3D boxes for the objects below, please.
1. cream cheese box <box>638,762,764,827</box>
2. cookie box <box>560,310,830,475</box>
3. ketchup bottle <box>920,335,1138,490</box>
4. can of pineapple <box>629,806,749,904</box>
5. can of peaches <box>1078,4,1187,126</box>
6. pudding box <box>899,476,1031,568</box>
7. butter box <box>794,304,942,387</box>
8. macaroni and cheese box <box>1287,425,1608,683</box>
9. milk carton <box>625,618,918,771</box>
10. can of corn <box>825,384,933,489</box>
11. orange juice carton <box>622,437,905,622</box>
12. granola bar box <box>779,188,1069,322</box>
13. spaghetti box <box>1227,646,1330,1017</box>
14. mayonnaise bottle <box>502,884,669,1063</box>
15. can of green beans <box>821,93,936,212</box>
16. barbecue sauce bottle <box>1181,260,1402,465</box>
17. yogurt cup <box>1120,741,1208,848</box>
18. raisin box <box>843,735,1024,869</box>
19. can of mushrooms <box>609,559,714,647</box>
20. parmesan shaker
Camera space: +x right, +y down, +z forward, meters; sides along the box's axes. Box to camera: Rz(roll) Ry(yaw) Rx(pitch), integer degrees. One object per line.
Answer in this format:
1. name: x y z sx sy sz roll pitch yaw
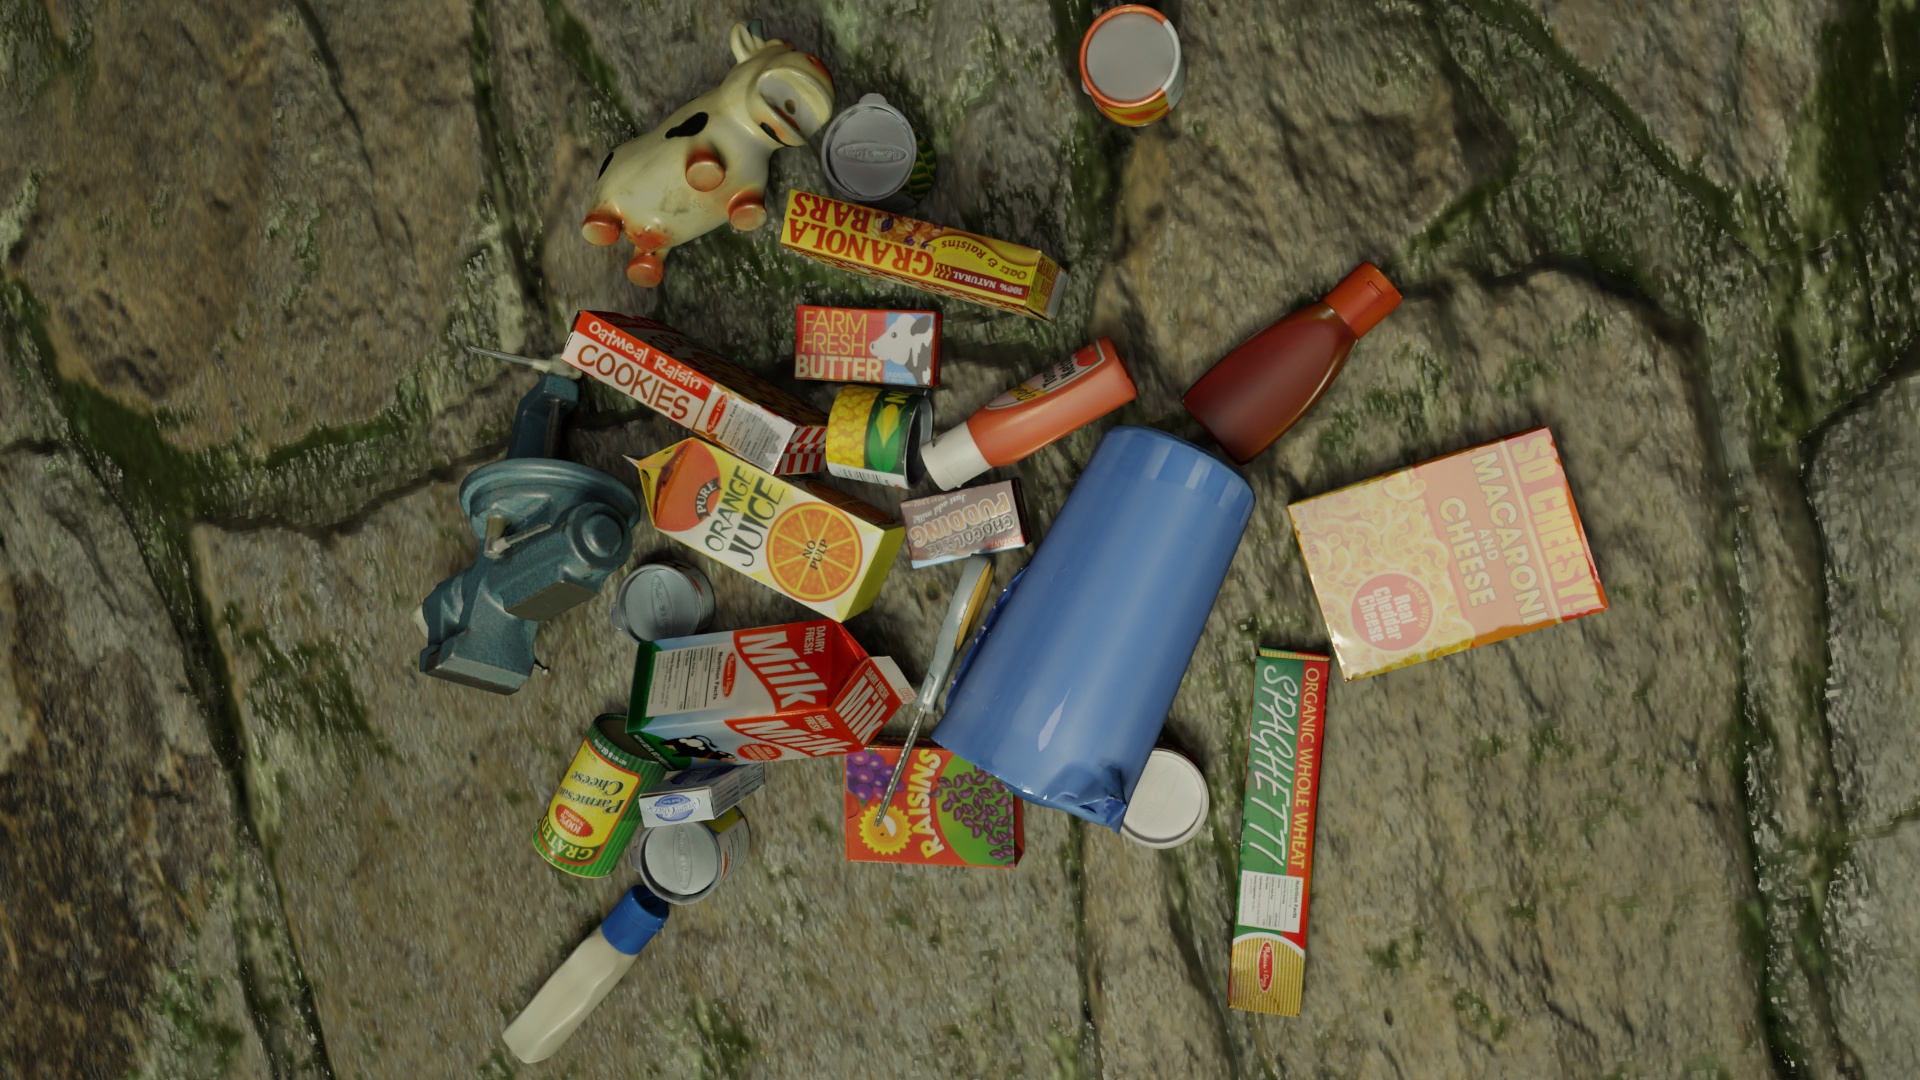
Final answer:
1. cream cheese box: -0.182 0.177 0.988 0.053 0.104 0.024 -9 91 12
2. cookie box: -0.171 -0.102 0.953 0.167 0.123 0.040 29 100 9
3. ketchup bottle: 0.045 -0.083 0.936 0.148 0.065 0.043 -28 110 12
4. can of pineapple: -0.197 0.225 1.019 0.071 0.058 0.071 1 95 12
5. can of peaches: 0.111 -0.309 0.908 0.071 0.058 0.071 1 95 12
6. pudding box: 0.003 -0.012 0.970 0.083 0.030 0.049 -11 93 13
7. butter box: -0.066 -0.137 0.978 0.103 0.024 0.053 5 96 12
8. macaroni and cheese box: 0.311 0.009 0.898 0.166 0.040 0.123 -18 90 14
9. milk carton: -0.129 0.108 0.974 0.190 0.072 0.074 -8 56 14
10. can of corn: -0.055 -0.074 0.960 0.058 0.071 0.071 10 97 12
11. orange juice carton: -0.142 -0.019 0.980 0.193 0.072 0.073 26 99 9
12. granola bar box: -0.020 -0.184 0.913 0.166 0.124 0.039 16 97 11
13. spaghetti box: 0.215 0.195 0.940 0.050 0.029 0.249 5 96 12
14. mayonnaise bottle: -0.278 0.324 1.045 0.041 0.065 0.148 42 98 10
15. can of green beans: -0.055 -0.260 0.948 0.071 0.058 0.071 1 95 13
16. barbecue sauce bottle: 0.219 -0.119 0.907 0.148 0.044 0.065 -42 85 12
17. yogurt cup: 0.135 0.169 0.943 0.072 0.054 0.072 1 95 12
18. raisin box: -0.019 0.185 0.986 0.123 0.040 0.086 0 95 13
19. can of mushrooms: -0.219 0.048 1.022 0.071 0.033 0.071 1 96 12
20. parmesan shaker: -0.266 0.186 1.027 0.071 0.071 0.103 31 100 8
